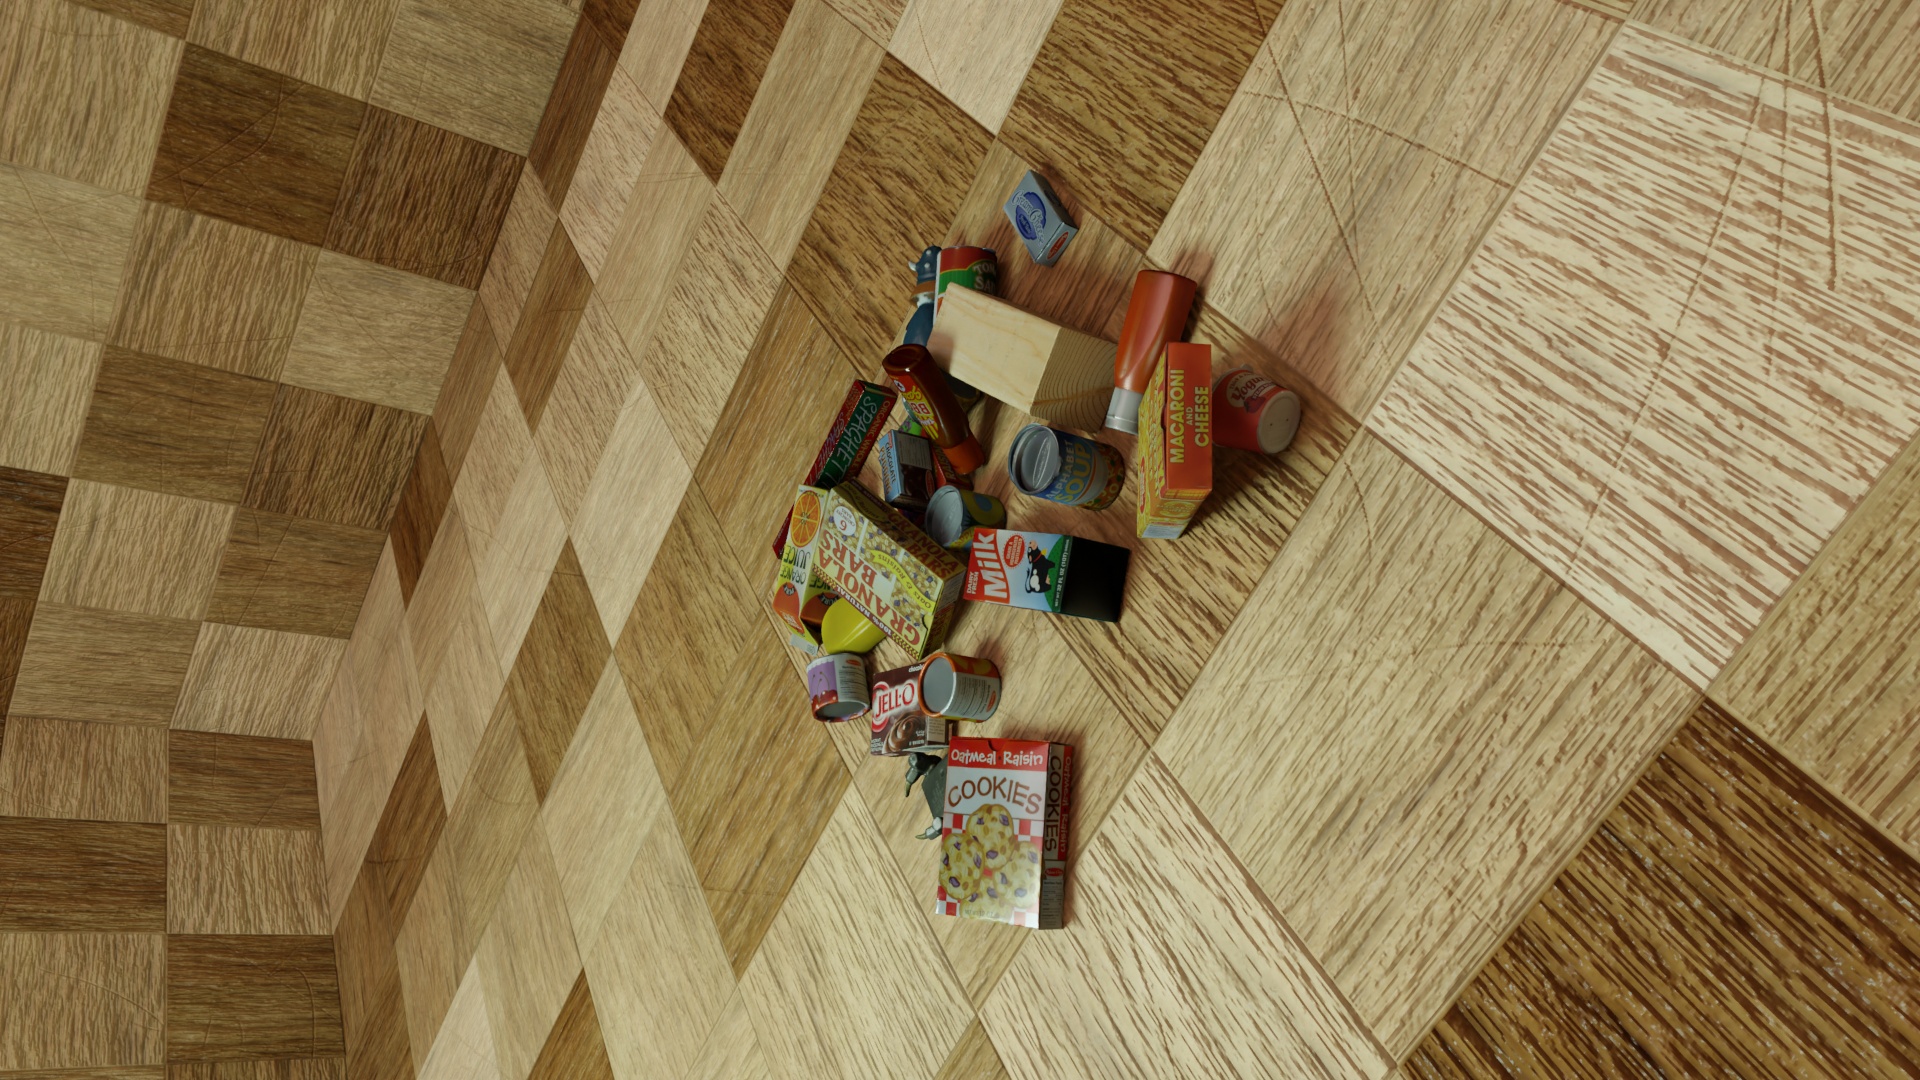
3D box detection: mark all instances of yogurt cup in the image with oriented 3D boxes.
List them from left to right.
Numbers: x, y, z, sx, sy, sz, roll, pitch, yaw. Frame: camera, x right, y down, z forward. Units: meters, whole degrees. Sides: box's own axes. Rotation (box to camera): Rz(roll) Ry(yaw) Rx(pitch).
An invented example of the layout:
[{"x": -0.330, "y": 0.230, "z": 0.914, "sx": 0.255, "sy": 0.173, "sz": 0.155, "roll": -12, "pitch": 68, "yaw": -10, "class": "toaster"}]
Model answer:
[{"x": 0.241, "y": -0.103, "z": 1.138, "sx": 0.054, "sy": 0.072, "sz": 0.072, "roll": 26, "pitch": 101, "yaw": 45, "class": "yogurt cup"}]

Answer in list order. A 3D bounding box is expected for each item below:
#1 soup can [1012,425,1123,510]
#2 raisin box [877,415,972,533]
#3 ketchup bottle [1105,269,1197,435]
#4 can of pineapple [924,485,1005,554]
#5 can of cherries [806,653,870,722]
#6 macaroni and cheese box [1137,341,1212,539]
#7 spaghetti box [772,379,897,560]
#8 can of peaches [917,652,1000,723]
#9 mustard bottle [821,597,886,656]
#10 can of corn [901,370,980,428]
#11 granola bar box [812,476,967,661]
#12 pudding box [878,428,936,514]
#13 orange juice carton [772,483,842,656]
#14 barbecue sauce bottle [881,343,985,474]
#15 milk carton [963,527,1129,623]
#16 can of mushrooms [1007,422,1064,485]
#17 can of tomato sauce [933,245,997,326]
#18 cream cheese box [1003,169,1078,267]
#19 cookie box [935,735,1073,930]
[{"x": 0.102, "y": -0.066, "z": 1.295, "sx": 0.071, "sy": 0.084, "sz": 0.071, "roll": -20, "pitch": 64, "yaw": 50, "class": "soup can"}, {"x": -0.040, "y": -0.074, "z": 1.531, "sx": 0.085, "sy": 0.040, "sz": 0.124, "roll": -51, "pitch": 42, "yaw": 30, "class": "raisin box"}, {"x": 0.169, "y": -0.171, "z": 1.272, "sx": 0.065, "sy": 0.043, "sz": 0.148, "roll": 24, "pitch": 99, "yaw": 59, "class": "ketchup bottle"}, {"x": 0.005, "y": -0.018, "z": 1.435, "sx": 0.071, "sy": 0.058, "sz": 0.071, "roll": -20, "pitch": 64, "yaw": 50, "class": "can of pineapple"}, {"x": -0.139, "y": 0.168, "z": 1.567, "sx": 0.071, "sy": 0.071, "sz": 0.058, "roll": -38, "pitch": 52, "yaw": 41, "class": "can of cherries"}, {"x": 0.176, "y": -0.078, "z": 1.159, "sx": 0.166, "sy": 0.040, "sz": 0.124, "roll": 90, "pitch": -178, "yaw": -77, "class": "macaroni and cheese box"}, {"x": -0.153, "y": -0.081, "z": 1.676, "sx": 0.249, "sy": 0.050, "sz": 0.029, "roll": -61, "pitch": 40, "yaw": 21, "class": "spaghetti box"}, {"x": -0.003, "y": 0.147, "z": 1.395, "sx": 0.071, "sy": 0.058, "sz": 0.071, "roll": -20, "pitch": 65, "yaw": 49, "class": "can of peaches"}, {"x": -0.095, "y": 0.078, "z": 1.550, "sx": 0.159, "sy": 0.049, "sz": 0.065, "roll": -36, "pitch": 53, "yaw": 41, "class": "mustard bottle"}, {"x": -0.018, "y": -0.157, "z": 1.506, "sx": 0.058, "sy": 0.071, "sz": 0.071, "roll": -44, "pitch": 47, "yaw": 36, "class": "can of corn"}, {"x": -0.078, "y": 0.030, "z": 1.452, "sx": 0.166, "sy": 0.039, "sz": 0.123, "roll": 39, "pitch": 135, "yaw": 22, "class": "granola bar box"}, {"x": -0.056, "y": -0.073, "z": 1.473, "sx": 0.030, "sy": 0.050, "sz": 0.084, "roll": -38, "pitch": 50, "yaw": 44, "class": "pudding box"}, {"x": -0.165, "y": 0.036, "z": 1.636, "sx": 0.072, "sy": 0.073, "sz": 0.192, "roll": 14, "pitch": 91, "yaw": 54, "class": "orange juice carton"}, {"x": -0.023, "y": -0.134, "z": 1.440, "sx": 0.044, "sy": 0.148, "sz": 0.065, "roll": -44, "pitch": 34, "yaw": -16, "class": "barbecue sauce bottle"}, {"x": 0.067, "y": 0.030, "z": 1.323, "sx": 0.190, "sy": 0.073, "sz": 0.072, "roll": 6, "pitch": 85, "yaw": 54, "class": "milk carton"}, {"x": 0.081, "y": -0.081, "z": 1.372, "sx": 0.071, "sy": 0.033, "sz": 0.071, "roll": -22, "pitch": 62, "yaw": 49, "class": "can of mushrooms"}, {"x": 0.007, "y": -0.268, "z": 1.505, "sx": 0.071, "sy": 0.071, "sz": 0.083, "roll": -12, "pitch": 71, "yaw": 52, "class": "can of tomato sauce"}, {"x": 0.083, "y": -0.338, "z": 1.457, "sx": 0.053, "sy": 0.024, "sz": 0.104, "roll": -52, "pitch": 43, "yaw": 30, "class": "cream cheese box"}, {"x": 0.040, "y": 0.269, "z": 1.293, "sx": 0.123, "sy": 0.040, "sz": 0.167, "roll": -5, "pitch": 75, "yaw": 40, "class": "cookie box"}]
